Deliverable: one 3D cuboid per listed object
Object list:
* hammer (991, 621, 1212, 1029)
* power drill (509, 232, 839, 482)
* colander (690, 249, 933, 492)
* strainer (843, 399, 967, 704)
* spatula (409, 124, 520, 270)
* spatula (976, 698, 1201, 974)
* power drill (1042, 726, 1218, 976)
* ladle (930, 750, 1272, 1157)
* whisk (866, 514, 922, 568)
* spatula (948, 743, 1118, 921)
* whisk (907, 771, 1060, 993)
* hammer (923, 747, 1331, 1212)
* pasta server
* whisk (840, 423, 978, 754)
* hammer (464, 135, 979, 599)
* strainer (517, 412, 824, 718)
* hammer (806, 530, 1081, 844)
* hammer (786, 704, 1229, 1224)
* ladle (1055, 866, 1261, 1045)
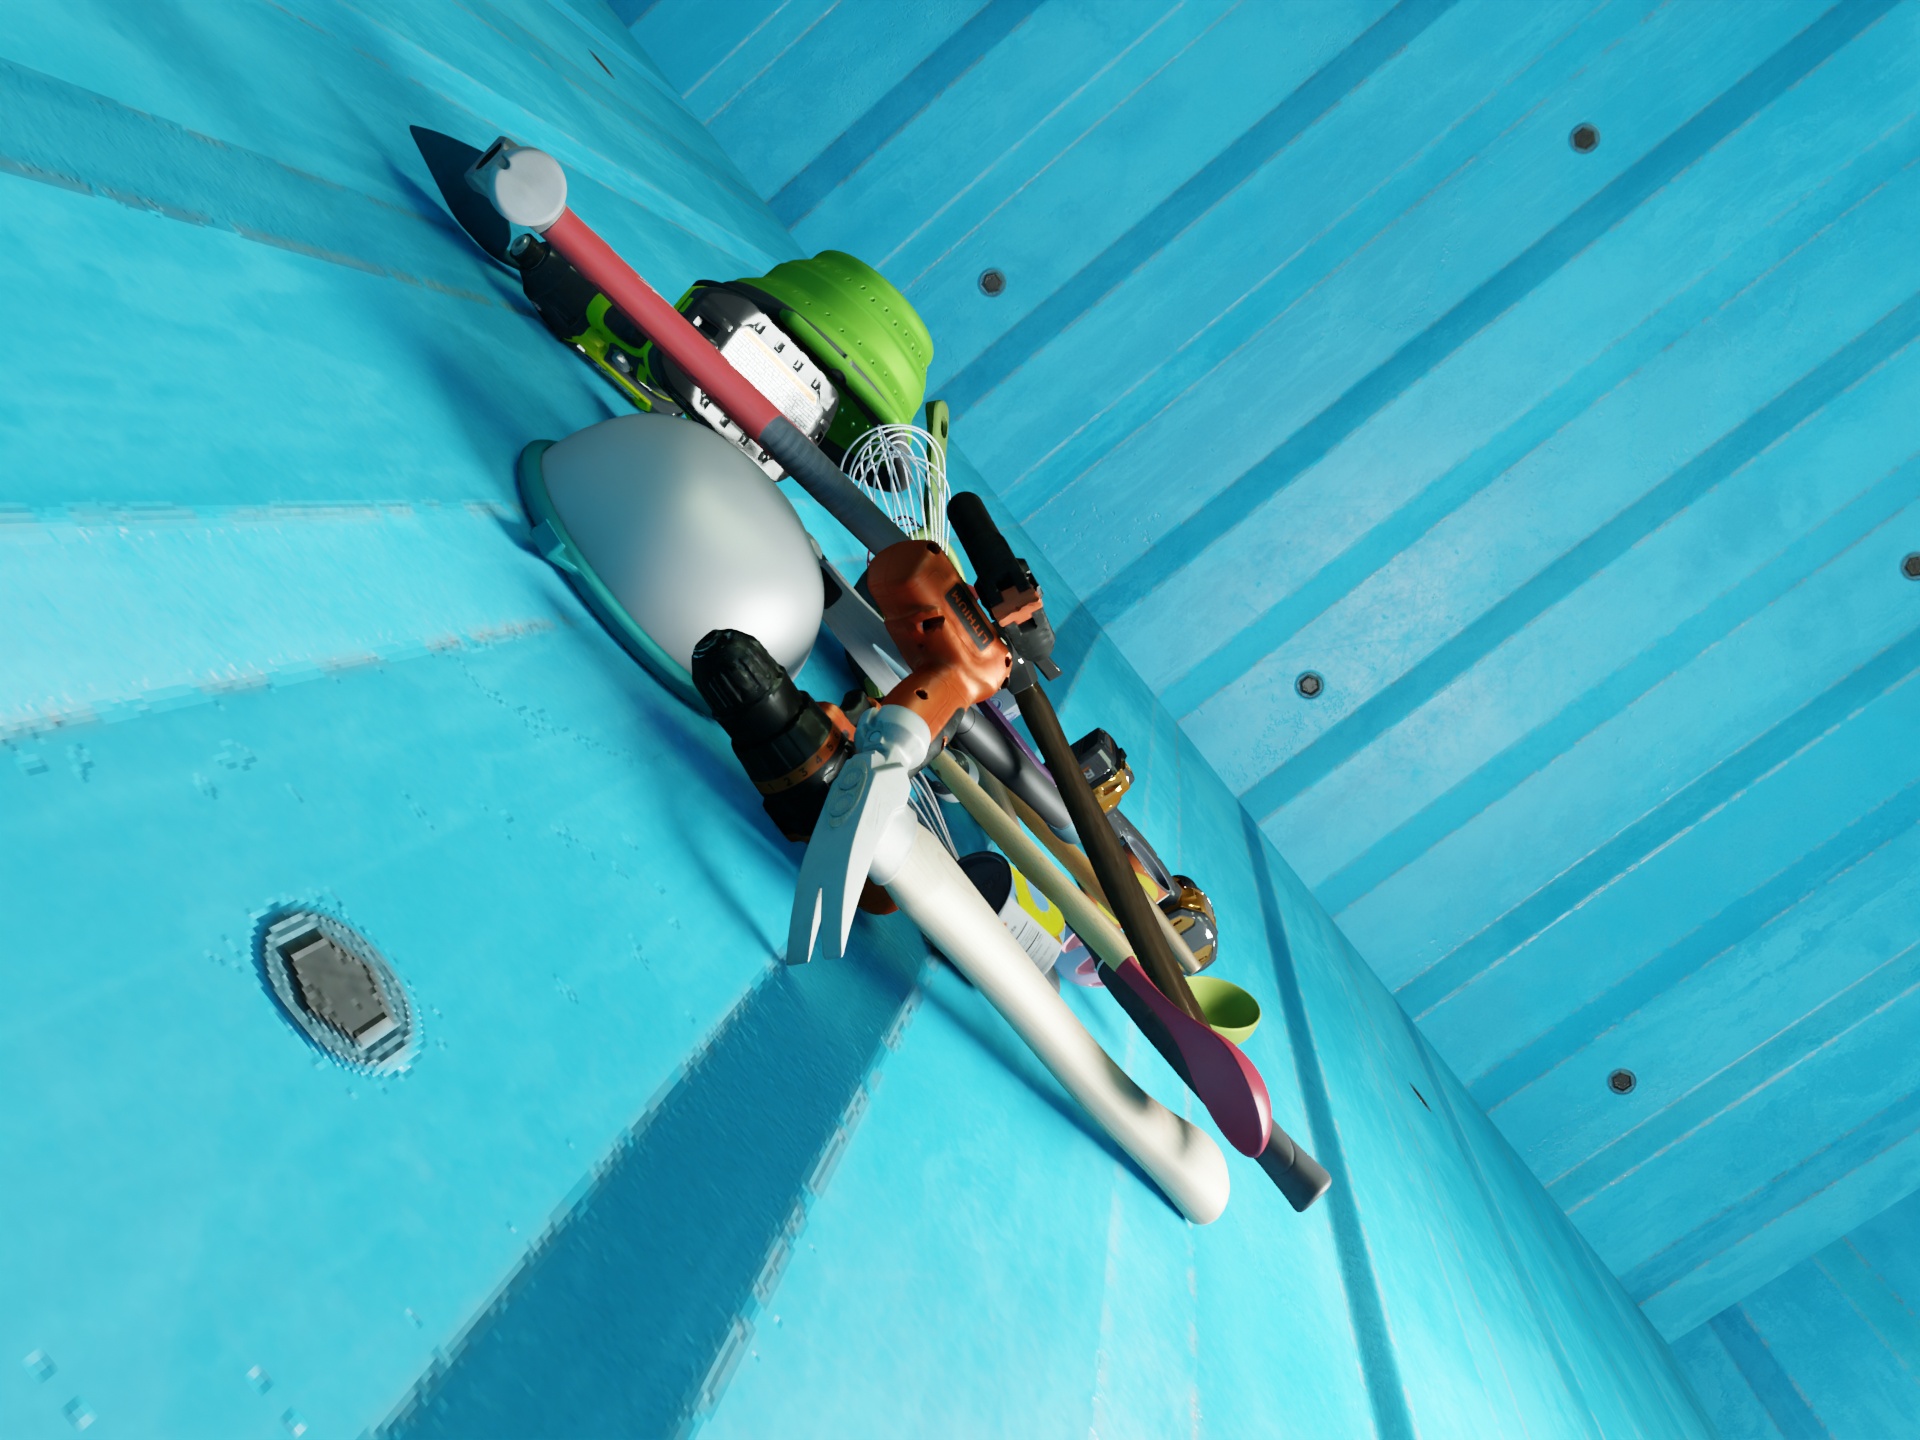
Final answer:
[{"bbox_3d":[0.095,0.079,1.107,0.331,0.031,0.130,64,15,-5],"label":"hammer"},{"bbox_3d":[-0.199,-0.250,1.070,0.223,0.080,0.171,30,-7,42],"label":"power drill"},{"bbox_3d":[-0.116,-0.271,1.209,0.204,0.094,0.397,43,-11,-18],"label":"colander"},{"bbox_3d":[-0.046,-0.118,1.200,0.151,0.069,0.256,28,63,-63],"label":"strainer"},{"bbox_3d":[-0.287,-0.325,1.173,0.082,0.044,0.317,27,-2,24],"label":"spatula"},{"bbox_3d":[0.090,0.075,1.275,0.316,0.018,0.059,52,-4,4],"label":"spatula"},{"bbox_3d":[0.166,0.120,1.507,0.226,0.084,0.185,55,10,-4],"label":"power drill"},{"bbox_3d":[0.080,0.128,0.954,0.316,0.031,0.069,48,-29,22],"label":"ladle"},{"bbox_3d":[-0.025,-0.101,1.428,0.073,0.073,0.296,43,11,-38],"label":"whisk"},{"bbox_3d":[0.051,0.056,1.252,0.323,0.041,0.080,46,-1,39],"label":"spatula"},{"bbox_3d":[-0.007,0.094,0.979,0.238,0.055,0.055,52,10,-25],"label":"whisk"},{"bbox_3d":[0.086,0.145,1.020,0.409,0.036,0.149,48,2,27],"label":"hammer"},{"bbox_3d":[0.042,0.072,1.191,0.060,0.040,0.317,39,21,-50],"label":"pasta server"},{"bbox_3d":[-0.024,-0.081,1.102,0.070,0.070,0.284,-115,-172,-50],"label":"whisk"},{"bbox_3d":[-0.128,-0.186,0.936,0.386,0.038,0.143,43,0,-30],"label":"hammer"},{"bbox_3d":[-0.156,-0.136,0.962,0.210,0.095,0.341,45,14,-31],"label":"strainer"},{"bbox_3d":[-0.002,-0.003,1.085,0.330,0.033,0.128,43,5,-44],"label":"hammer"},{"bbox_3d":[0.047,0.176,0.870,0.410,0.038,0.146,51,40,-34],"label":"hammer"},{"bbox_3d":[0.128,0.162,1.276,0.320,0.062,0.078,44,12,-23],"label":"ladle"}]
